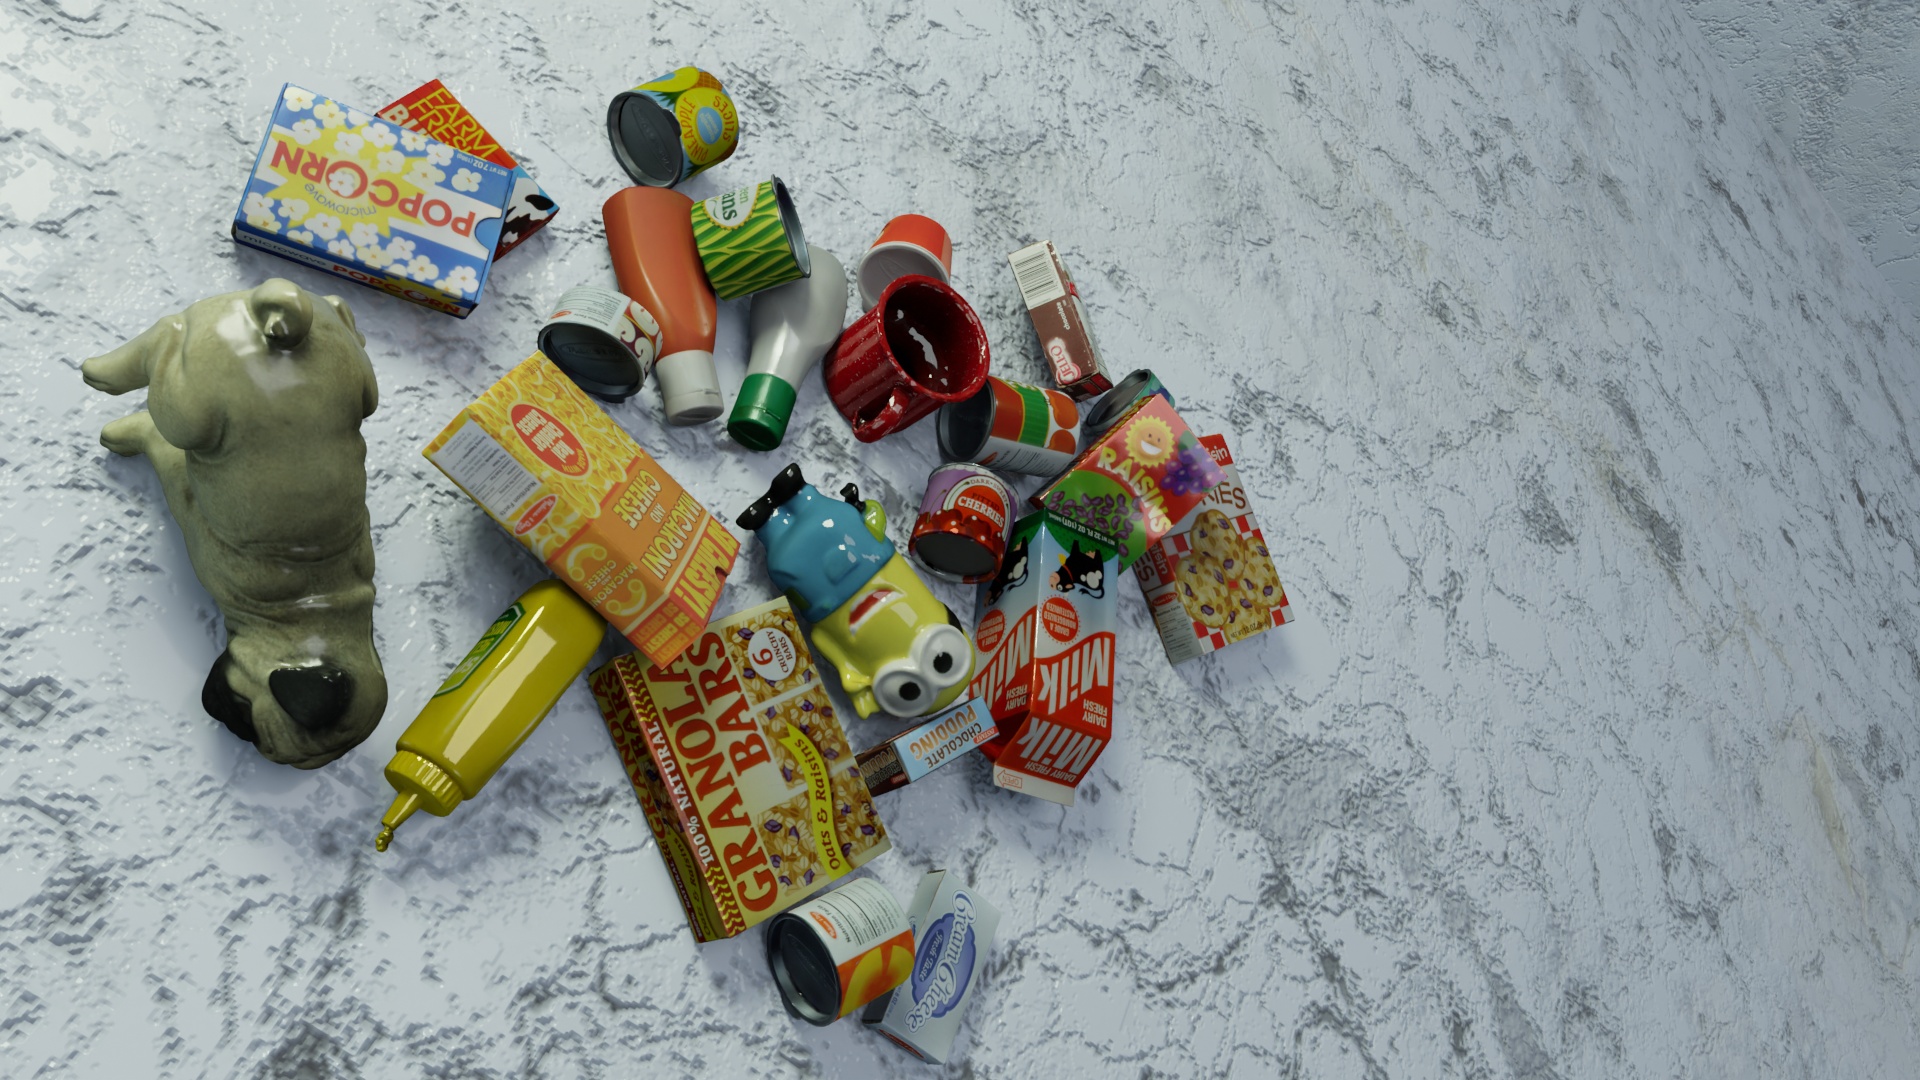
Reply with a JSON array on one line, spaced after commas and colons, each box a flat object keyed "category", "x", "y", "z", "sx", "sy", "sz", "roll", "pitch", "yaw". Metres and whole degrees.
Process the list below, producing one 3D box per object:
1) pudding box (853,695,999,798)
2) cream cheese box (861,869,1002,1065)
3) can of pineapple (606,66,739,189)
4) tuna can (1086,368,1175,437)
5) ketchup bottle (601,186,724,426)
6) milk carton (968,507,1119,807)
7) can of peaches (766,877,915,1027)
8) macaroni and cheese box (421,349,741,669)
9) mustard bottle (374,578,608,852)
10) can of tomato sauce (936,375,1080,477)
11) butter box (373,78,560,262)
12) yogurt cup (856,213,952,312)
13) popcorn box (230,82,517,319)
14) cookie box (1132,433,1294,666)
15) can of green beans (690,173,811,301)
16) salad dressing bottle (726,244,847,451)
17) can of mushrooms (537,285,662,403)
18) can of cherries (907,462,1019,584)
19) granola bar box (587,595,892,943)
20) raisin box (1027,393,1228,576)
[{"category": "pudding box", "x": -0.022, "y": 0.131, "z": 0.882, "sx": 0.084, "sy": 0.049, "sz": 0.030, "roll": -21, "pitch": 84, "yaw": -43}, {"category": "cream cheese box", "x": -0.016, "y": 0.260, "z": 0.850, "sx": 0.053, "sy": 0.024, "sz": 0.104, "roll": 41, "pitch": 51, "yaw": -20}, {"category": "can of pineapple", "x": -0.186, "y": -0.270, "z": 0.909, "sx": 0.071, "sy": 0.070, "sz": 0.058, "roll": 54, "pitch": 48, "yaw": -8}, {"category": "tuna can", "x": 0.136, "y": -0.103, "z": 1.099, "sx": 0.033, "sy": 0.071, "sz": 0.071, "roll": 47, "pitch": 50, "yaw": -15}, {"category": "ketchup bottle", "x": -0.182, "y": -0.147, "z": 0.876, "sx": 0.065, "sy": 0.043, "sz": 0.149, "roll": -1, "pitch": 72, "yaw": -50}, {"category": "milk carton", "x": 0.056, "y": 0.082, "z": 0.950, "sx": 0.072, "sy": 0.073, "sz": 0.191, "roll": 22, "pitch": 59, "yaw": -31}, {"category": "can of peaches", "x": -0.068, "y": 0.235, "z": 0.792, "sx": 0.058, "sy": 0.071, "sz": 0.071, "roll": -16, "pitch": 82, "yaw": -42}, {"category": "macaroni and cheese box", "x": -0.201, "y": -0.021, "z": 0.769, "sx": 0.166, "sy": 0.040, "sz": 0.124, "roll": 45, "pitch": 16, "yaw": -15}, {"category": "mustard bottle", "x": -0.246, "y": 0.090, "z": 0.711, "sx": 0.048, "sy": 0.065, "sz": 0.161, "roll": 47, "pitch": 52, "yaw": -20}, {"category": "can of tomato sauce", "x": 0.036, "y": -0.085, "z": 1.010, "sx": 0.083, "sy": 0.071, "sz": 0.071, "roll": 8, "pitch": 67, "yaw": -37}, {"category": "butter box", "x": -0.296, "y": -0.221, "z": 0.830, "sx": 0.103, "sy": 0.024, "sz": 0.053, "roll": 47, "pitch": 49, "yaw": -14}, {"category": "yogurt cup", "x": -0.037, "y": -0.199, "z": 1.002, "sx": 0.072, "sy": 0.072, "sz": 0.054, "roll": 37, "pitch": 40, "yaw": -22}, {"category": "popcorn box", "x": -0.321, "y": -0.185, "z": 0.766, "sx": 0.127, "sy": 0.038, "sz": 0.085, "roll": 18, "pitch": 73, "yaw": -25}, {"category": "cookie box", "x": 0.191, "y": 0.004, "z": 1.114, "sx": 0.123, "sy": 0.040, "sz": 0.167, "roll": -14, "pitch": 81, "yaw": -41}, {"category": "can of green beans", "x": -0.134, "y": -0.192, "z": 0.889, "sx": 0.071, "sy": 0.058, "sz": 0.071, "roll": -19, "pitch": 93, "yaw": -84}, {"category": "salad dressing bottle", "x": -0.117, "y": -0.129, "z": 0.922, "sx": 0.064, "sy": 0.044, "sz": 0.148, "roll": 33, "pitch": 55, "yaw": -29}, {"category": "can of mushrooms", "x": -0.213, "y": -0.116, "z": 0.826, "sx": 0.071, "sy": 0.071, "sz": 0.033, "roll": 33, "pitch": 53, "yaw": -24}, {"category": "can of cherries", "x": 0.003, "y": -0.012, "z": 0.949, "sx": 0.071, "sy": 0.071, "sz": 0.059, "roll": 33, "pitch": 54, "yaw": -24}, {"category": "granola bar box", "x": -0.126, "y": 0.129, "z": 0.806, "sx": 0.125, "sy": 0.039, "sz": 0.165, "roll": -20, "pitch": 85, "yaw": -43}, {"category": "raisin box", "x": 0.126, "y": -0.039, "z": 1.040, "sx": 0.123, "sy": 0.040, "sz": 0.086, "roll": -42, "pitch": 96, "yaw": -8}]
